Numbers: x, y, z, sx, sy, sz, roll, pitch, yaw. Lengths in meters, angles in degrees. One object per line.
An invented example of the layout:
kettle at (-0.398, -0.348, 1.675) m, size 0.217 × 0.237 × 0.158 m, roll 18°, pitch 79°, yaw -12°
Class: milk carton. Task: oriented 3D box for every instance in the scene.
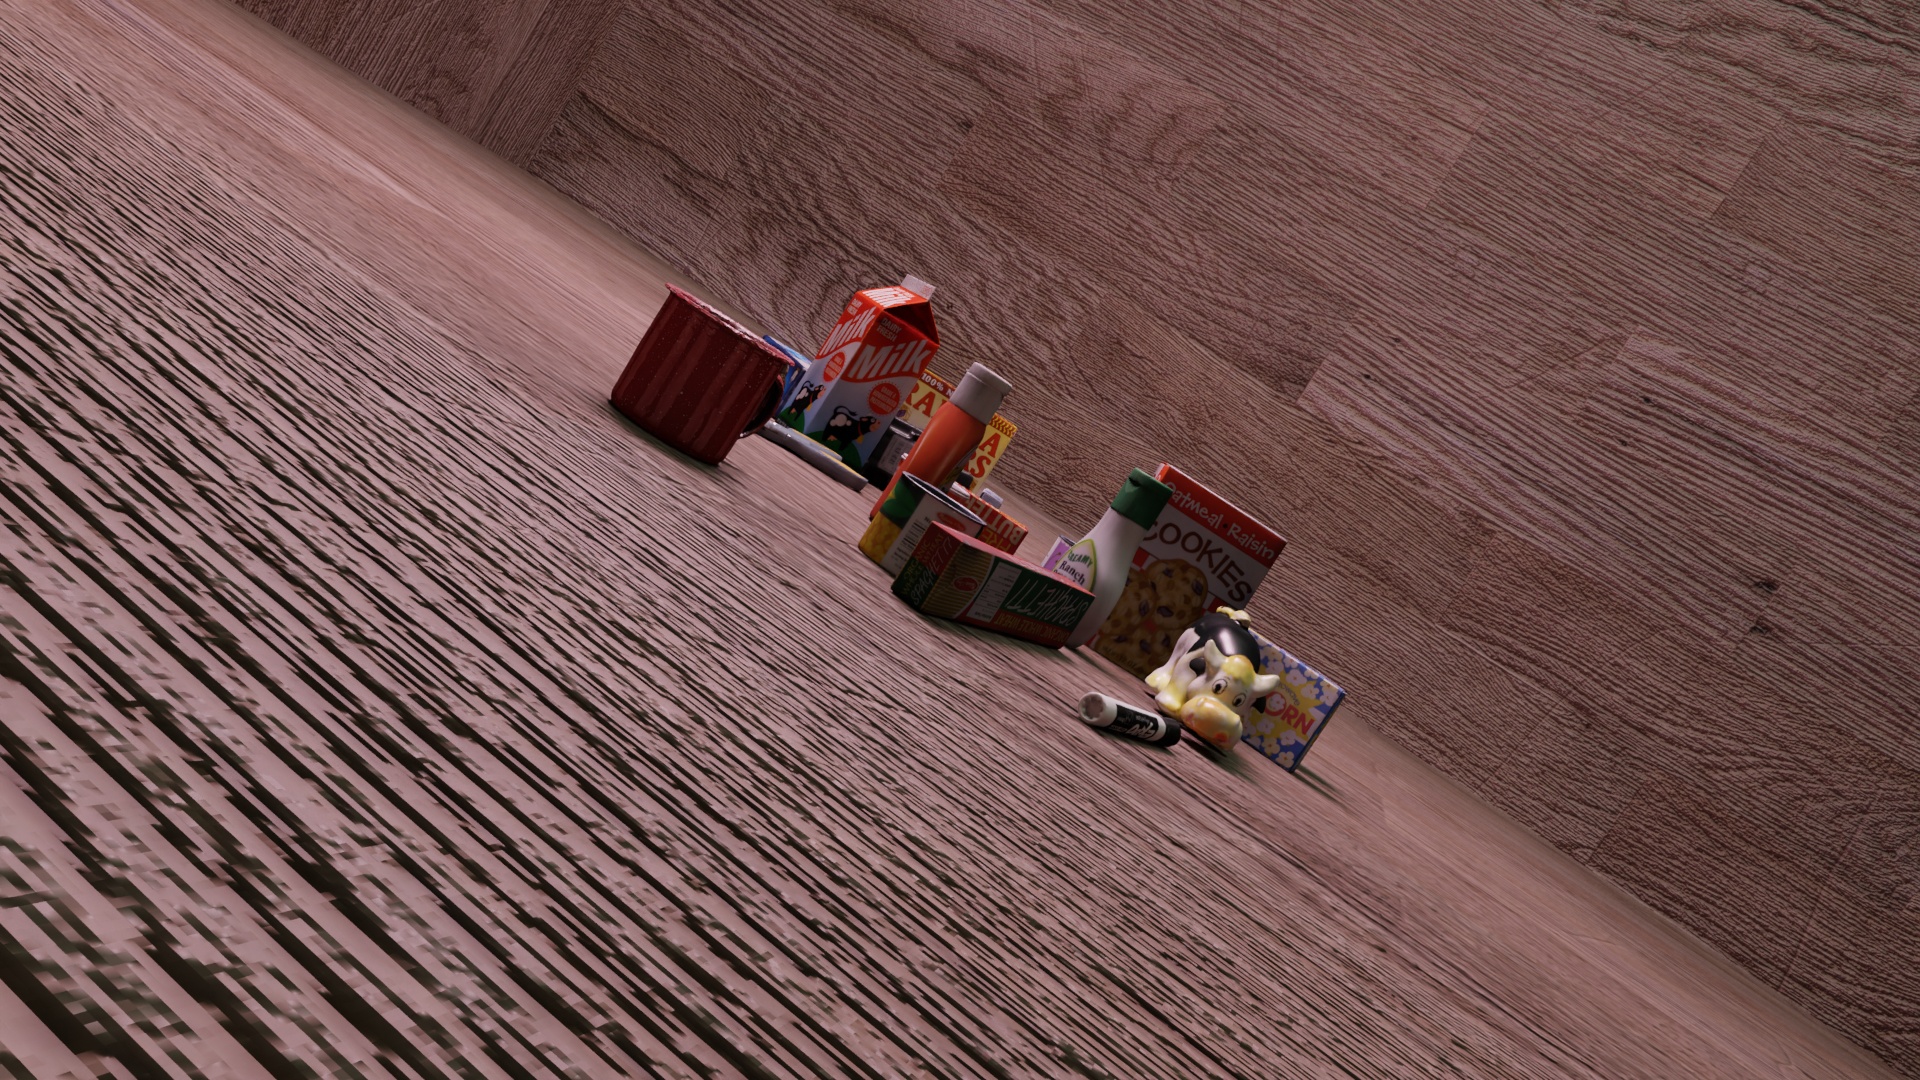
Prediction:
milk carton at (-0.088, -0.163, 1.307) m, size 0.073 × 0.190 × 0.072 m, roll 30°, pitch 5°, yaw -33°

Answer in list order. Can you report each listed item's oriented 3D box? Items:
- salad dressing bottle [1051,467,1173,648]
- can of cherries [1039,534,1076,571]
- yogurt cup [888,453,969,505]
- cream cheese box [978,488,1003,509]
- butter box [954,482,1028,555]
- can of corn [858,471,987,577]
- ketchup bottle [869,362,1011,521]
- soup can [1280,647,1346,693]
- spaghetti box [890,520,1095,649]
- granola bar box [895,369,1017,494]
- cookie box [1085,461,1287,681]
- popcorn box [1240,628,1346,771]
salad dressing bottle at (0.113, 0.013, 1.096) m, size 0.044 × 0.147 × 0.064 m, roll 30°, pitch 6°, yaw -37°
can of cherries at (0.112, 0.037, 1.371) m, size 0.071 × 0.058 × 0.071 m, roll 33°, pitch 5°, yaw -3°
yogurt cup at (-0.034, -0.034, 1.181) m, size 0.072 × 0.054 × 0.072 m, roll 33°, pitch 5°, yaw -3°
cream cheese box at (0.020, -0.024, 1.416) m, size 0.024 × 0.053 × 0.104 m, roll 33°, pitch 5°, yaw 0°
butter box at (0.004, -0.016, 1.242) m, size 0.103 × 0.053 × 0.024 m, roll 32°, pitch 4°, yaw -3°
can of corn at (-0.026, -0.004, 0.919) m, size 0.071 × 0.058 × 0.071 m, roll 33°, pitch 5°, yaw -3°
ketchup bottle at (-0.015, -0.070, 1.097) m, size 0.043 × 0.148 × 0.065 m, roll 33°, pitch 4°, yaw 6°
soup can at (0.304, 0.154, 1.286) m, size 0.071 × 0.083 × 0.071 m, roll 33°, pitch 5°, yaw -3°
spaghetti box at (0.029, 0.035, 0.926) m, size 0.029 × 0.050 × 0.250 m, roll 35°, pitch 5°, yaw 25°
granola bar box at (-0.042, -0.111, 1.469) m, size 0.165 × 0.124 × 0.039 m, roll 31°, pitch 5°, yaw -24°
cookie box at (0.180, 0.035, 1.184) m, size 0.123 × 0.167 × 0.040 m, roll 32°, pitch 4°, yaw -7°
popcorn box at (0.262, 0.133, 1.221) m, size 0.127 × 0.085 × 0.038 m, roll 34°, pitch 5°, yaw 19°
